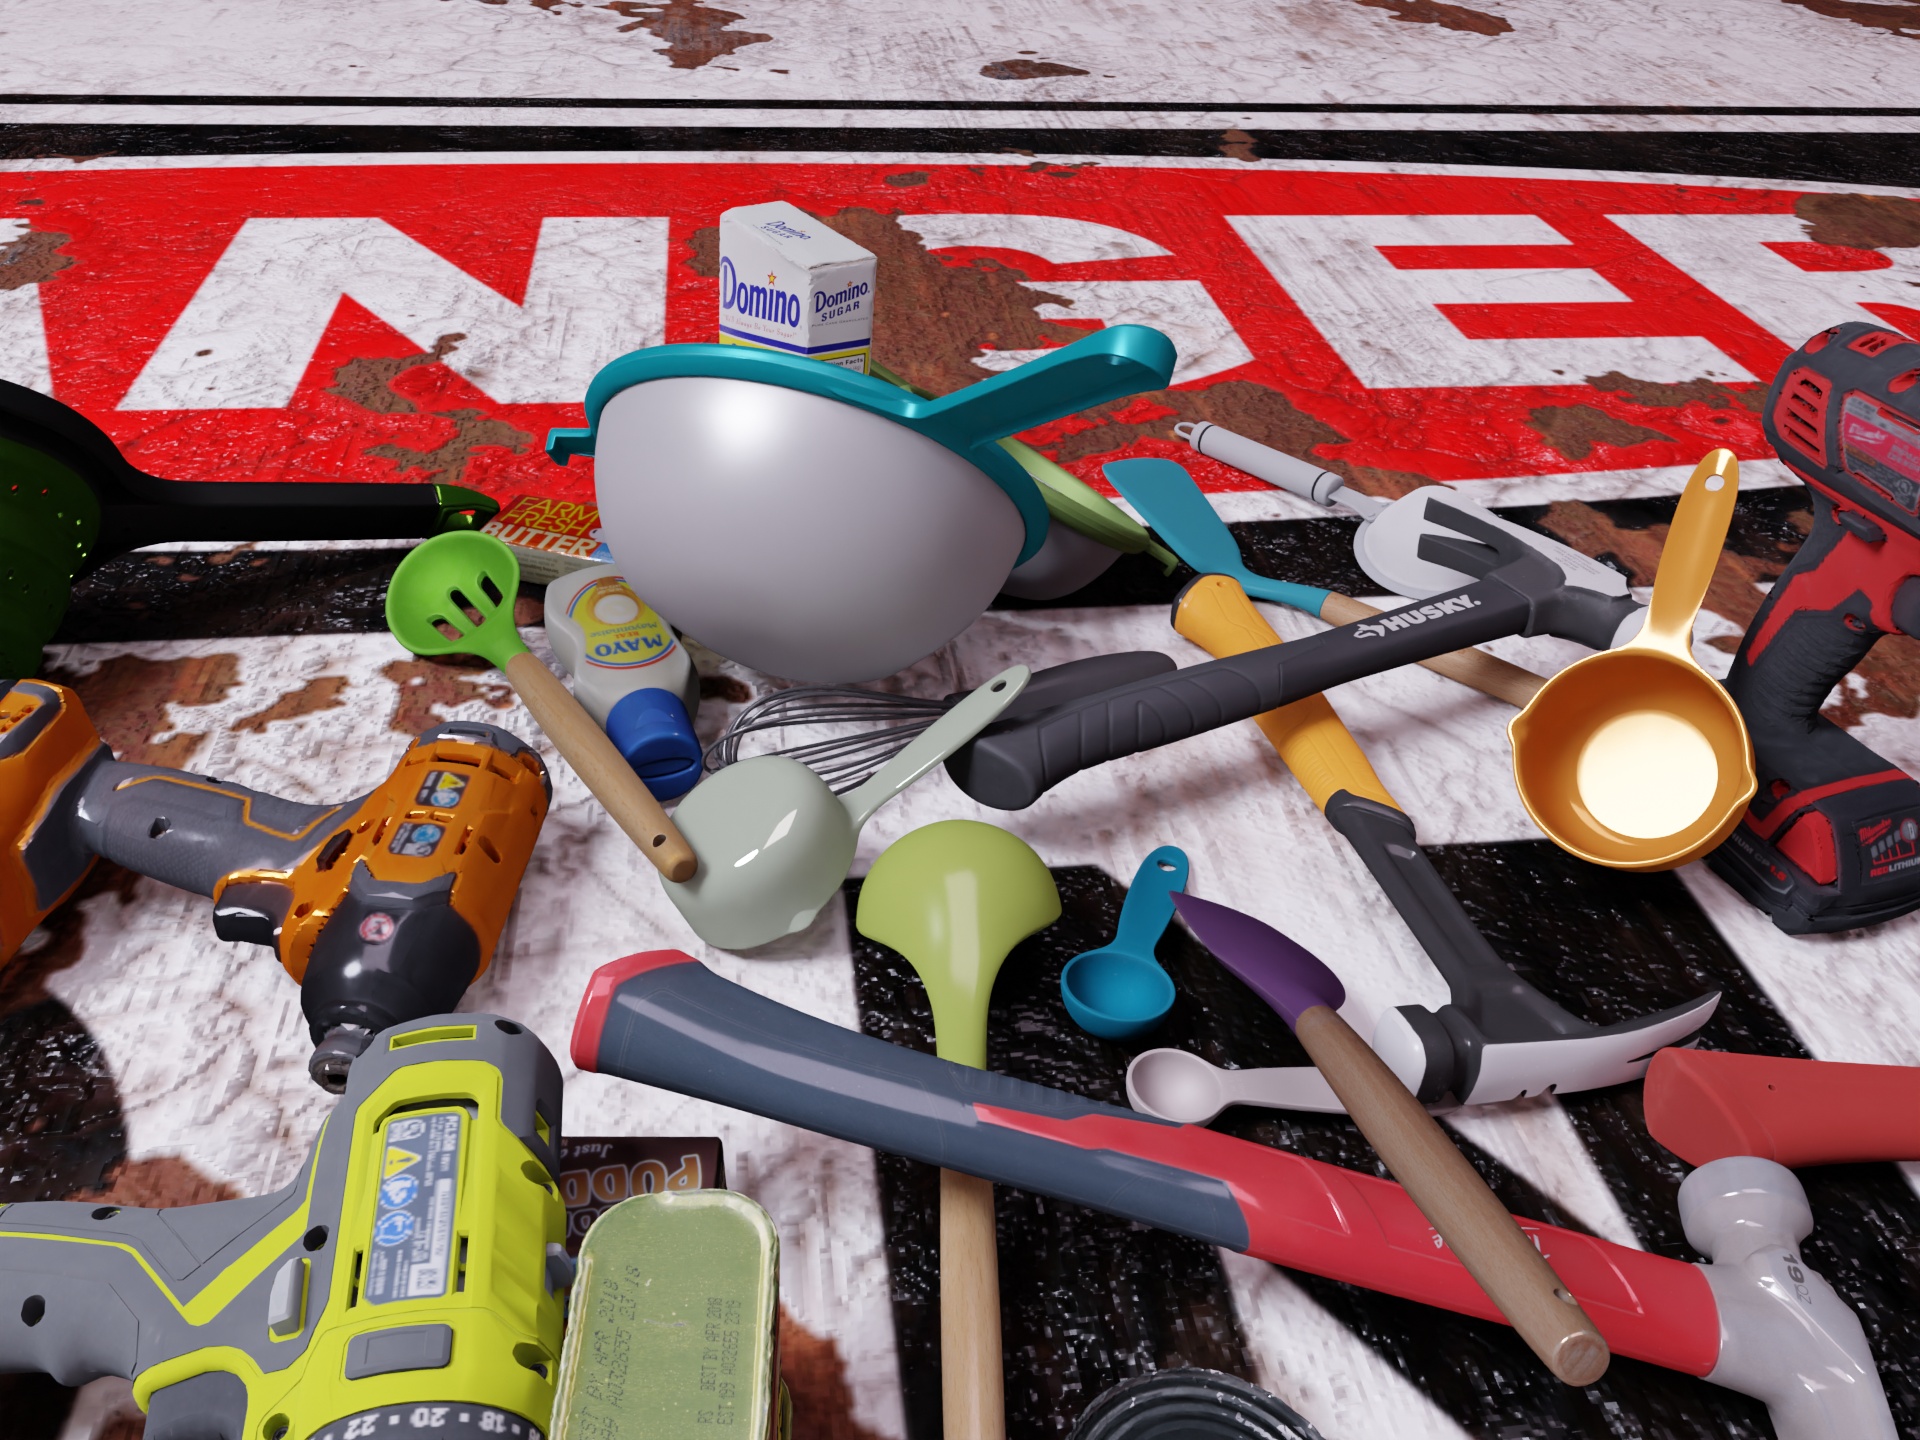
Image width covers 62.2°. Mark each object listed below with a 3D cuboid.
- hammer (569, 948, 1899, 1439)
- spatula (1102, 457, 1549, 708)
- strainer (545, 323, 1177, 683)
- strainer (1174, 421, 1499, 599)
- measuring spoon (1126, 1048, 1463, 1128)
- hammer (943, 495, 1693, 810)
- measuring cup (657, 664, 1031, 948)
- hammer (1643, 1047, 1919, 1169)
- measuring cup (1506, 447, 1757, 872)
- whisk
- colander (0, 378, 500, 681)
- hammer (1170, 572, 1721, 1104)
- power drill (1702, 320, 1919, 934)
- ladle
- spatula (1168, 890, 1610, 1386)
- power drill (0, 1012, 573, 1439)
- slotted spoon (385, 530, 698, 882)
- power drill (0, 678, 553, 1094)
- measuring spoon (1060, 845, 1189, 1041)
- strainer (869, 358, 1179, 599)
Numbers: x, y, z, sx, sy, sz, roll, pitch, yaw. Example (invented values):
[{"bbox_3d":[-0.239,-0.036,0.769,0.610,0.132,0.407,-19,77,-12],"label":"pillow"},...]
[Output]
[{"bbox_3d":[0.072,0.147,0.459,0.386,0.038,0.143,15,37,0],"label":"hammer"},{"bbox_3d":[0.211,-0.059,0.805,0.318,0.044,0.082,28,25,29],"label":"spatula"},{"bbox_3d":[-0.038,-0.075,0.644,0.210,0.095,0.340,23,-16,-30],"label":"strainer"},{"bbox_3d":[0.217,-0.131,0.915,0.087,0.050,0.259,-36,46,-23],"label":"strainer"},{"bbox_3d":[0.117,0.134,0.558,0.124,0.018,0.034,4,33,-10],"label":"measuring spoon"},{"bbox_3d":[0.146,-0.026,0.700,0.334,0.035,0.146,-16,38,-22],"label":"hammer"},{"bbox_3d":[-0.046,0.020,0.618,0.167,0.038,0.083,-37,36,-4],"label":"measuring cup"},{"bbox_3d":[0.421,0.136,0.554,0.359,0.036,0.149,4,35,1],"label":"hammer"},{"bbox_3d":[0.288,-0.021,0.647,0.095,0.173,0.052,17,-3,33],"label":"measuring cup"},{"bbox_3d":[-0.001,-0.004,0.713,0.239,0.055,0.055,-12,38,-26],"label":"whisk"},{"bbox_3d":[-0.395,-0.064,0.726,0.397,0.204,0.095,-6,68,-39],"label":"colander"},{"bbox_3d":[0.174,0.028,0.685,0.127,0.034,0.337,-3,35,-15],"label":"hammer"},{"bbox_3d":[0.359,-0.030,0.623,0.078,0.219,0.143,-11,37,-18],"label":"power drill"},{"bbox_3d":[0.003,0.152,0.508,0.078,0.062,0.320,-4,42,1],"label":"ladle"},{"bbox_3d":[0.118,0.103,0.481,0.059,0.018,0.316,19,8,-7],"label":"spatula"},{"bbox_3d":[-0.213,0.176,0.396,0.228,0.080,0.191,-6,44,-5],"label":"power drill"},{"bbox_3d":[-0.184,-0.011,0.692,0.070,0.031,0.314,-42,42,-9],"label":"slotted spoon"},{"bbox_3d":[-0.279,0.060,0.576,0.226,0.084,0.164,6,36,-2],"label":"power drill"},{"bbox_3d":[0.070,0.087,0.621,0.042,0.021,0.129,14,28,13],"label":"measuring spoon"},{"bbox_3d":[-0.014,-0.134,0.849,0.151,0.069,0.257,15,21,-50],"label":"strainer"}]
